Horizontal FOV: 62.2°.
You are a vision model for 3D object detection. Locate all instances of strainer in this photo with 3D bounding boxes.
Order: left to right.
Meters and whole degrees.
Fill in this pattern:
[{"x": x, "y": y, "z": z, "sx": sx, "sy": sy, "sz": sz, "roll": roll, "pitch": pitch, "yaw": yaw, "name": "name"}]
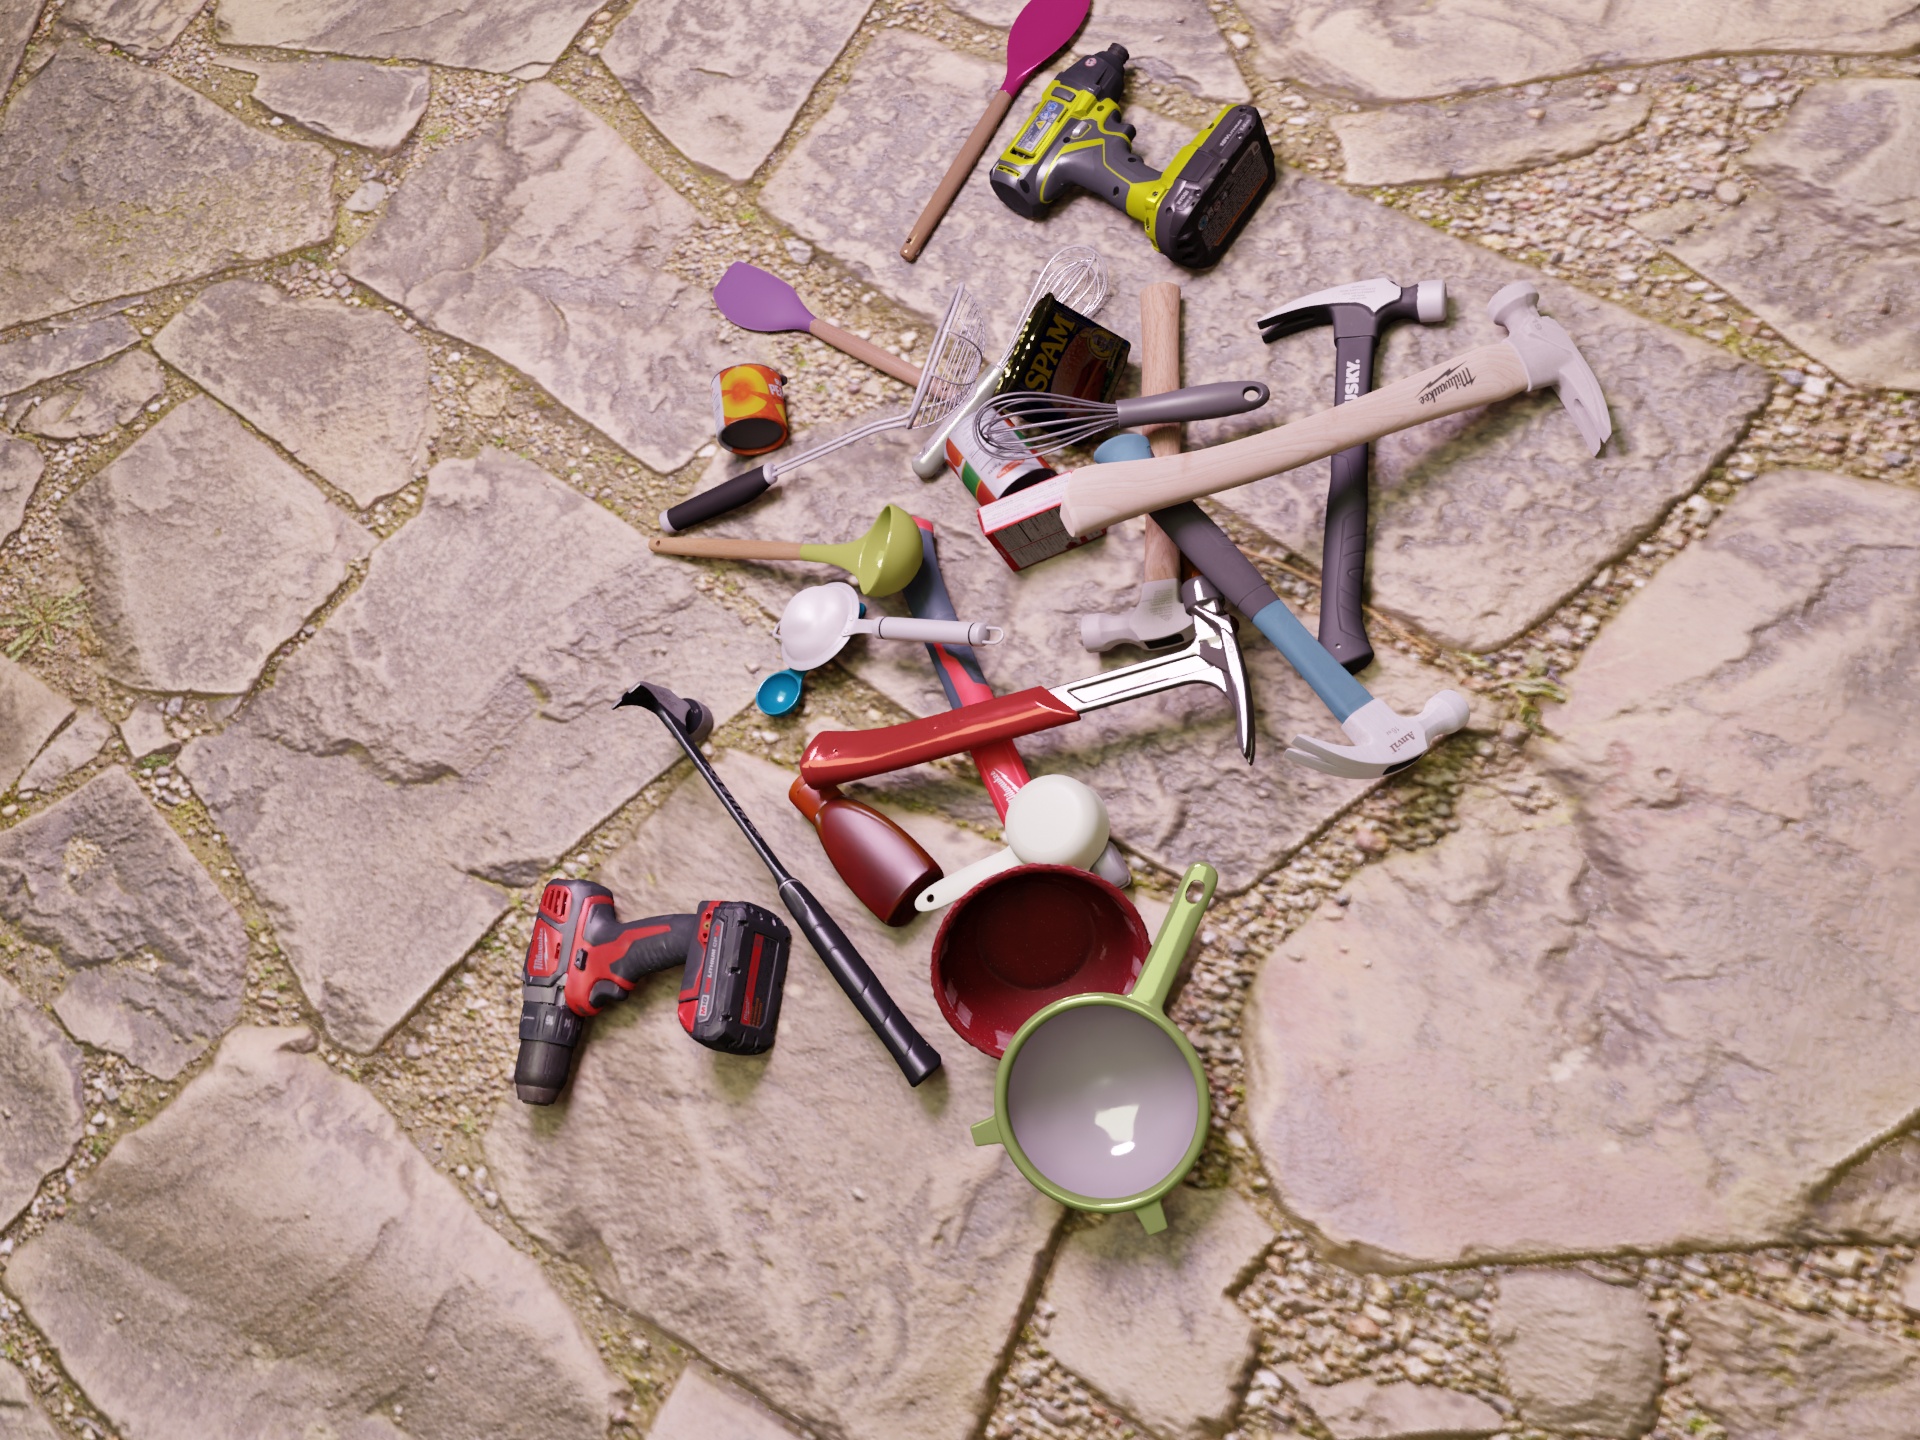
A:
[{"x": -0.071, "y": -0.079, "z": 1.312, "sx": 0.258, "sy": 0.050, "sz": 0.087, "roll": 6, "pitch": 67, "yaw": 35, "name": "strainer"}, {"x": 0.124, "y": 0.219, "z": 1.130, "sx": 0.151, "sy": 0.069, "sz": 0.256, "roll": 24, "pitch": 89, "yaw": 12, "name": "strainer"}]

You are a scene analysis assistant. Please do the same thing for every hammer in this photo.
[{"x": -0.144, "y": 0.121, "z": 1.266, "sx": 0.036, "sy": 0.149, "sz": 0.409, "roll": -41, "pitch": 69, "yaw": 4, "name": "hammer"}, {"x": -0.002, "y": -0.004, "z": 1.293, "sx": 0.143, "sy": 0.038, "sz": 0.387, "roll": -30, "pitch": 63, "yaw": 12, "name": "hammer"}, {"x": 0.044, "y": 0.005, "z": 1.227, "sx": 0.359, "sy": 0.036, "sz": 0.149, "roll": -16, "pitch": 67, "yaw": 17, "name": "hammer"}, {"x": 0.166, "y": -0.214, "z": 1.296, "sx": 0.130, "sy": 0.031, "sz": 0.331, "roll": -6, "pitch": 67, "yaw": 22, "name": "hammer"}, {"x": 0.216, "y": -0.091, "z": 1.168, "sx": 0.128, "sy": 0.033, "sz": 0.331, "roll": -31, "pitch": 70, "yaw": -22, "name": "hammer"}, {"x": 0.273, "y": -0.204, "z": 1.176, "sx": 0.410, "sy": 0.038, "sz": 0.146, "roll": -19, "pitch": 68, "yaw": -7, "name": "hammer"}, {"x": 0.297, "y": -0.190, "z": 1.240, "sx": 0.146, "sy": 0.035, "sz": 0.335, "roll": 1, "pitch": 72, "yaw": 22, "name": "hammer"}]

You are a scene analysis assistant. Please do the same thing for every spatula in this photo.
[{"x": -0.119, "y": -0.355, "z": 1.476, "sx": 0.316, "sy": 0.018, "sz": 0.060, "roll": 32, "pitch": 86, "yaw": 29, "name": "spatula"}]

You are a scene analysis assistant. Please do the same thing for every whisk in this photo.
[{"x": 0.040, "y": -0.309, "z": 1.381, "sx": 0.246, "sy": 0.059, "sz": 0.058, "roll": -50, "pitch": 23, "yaw": 4, "name": "whisk"}, {"x": 0.127, "y": -0.247, "z": 1.271, "sx": 0.239, "sy": 0.055, "sz": 0.055, "roll": -7, "pitch": 69, "yaw": 5, "name": "whisk"}]

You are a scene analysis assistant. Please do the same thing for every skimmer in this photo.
[{"x": -0.132, "y": -0.262, "z": 1.389, "sx": 0.363, "sy": 0.090, "sz": 0.127, "roll": -20, "pitch": 34, "yaw": 23, "name": "skimmer"}]

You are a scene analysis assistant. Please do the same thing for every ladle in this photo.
[{"x": -0.163, "y": -0.150, "z": 1.376, "sx": 0.320, "sy": 0.062, "sz": 0.078, "roll": 7, "pitch": 80, "yaw": 35, "name": "ladle"}]

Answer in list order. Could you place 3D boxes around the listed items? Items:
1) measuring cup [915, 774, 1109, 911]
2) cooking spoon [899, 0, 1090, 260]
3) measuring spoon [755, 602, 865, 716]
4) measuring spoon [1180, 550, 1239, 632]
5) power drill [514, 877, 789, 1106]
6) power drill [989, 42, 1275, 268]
[{"x": 0.032, "y": 0.099, "z": 1.198, "sx": 0.167, "sy": 0.038, "sz": 0.083, "roll": -29, "pitch": 63, "yaw": 11, "name": "measuring cup"}, {"x": 0.029, "y": -0.565, "z": 1.492, "sx": 0.069, "sy": 0.017, "sz": 0.319, "roll": 27, "pitch": 83, "yaw": 29, "name": "cooking spoon"}, {"x": -0.124, "y": -0.051, "z": 1.374, "sx": 0.128, "sy": 0.021, "sz": 0.042, "roll": -47, "pitch": 56, "yaw": -10, "name": "measuring spoon"}, {"x": 0.186, "y": -0.112, "z": 1.269, "sx": 0.021, "sy": 0.011, "sz": 0.117, "roll": -35, "pitch": 63, "yaw": 7, "name": "measuring spoon"}, {"x": -0.264, "y": 0.226, "z": 1.297, "sx": 0.227, "sy": 0.080, "sz": 0.188, "roll": 0, "pitch": 72, "yaw": 25, "name": "power drill"}, {"x": 0.154, "y": -0.497, "z": 1.386, "sx": 0.223, "sy": 0.080, "sz": 0.171, "roll": 34, "pitch": 87, "yaw": 31, "name": "power drill"}]
